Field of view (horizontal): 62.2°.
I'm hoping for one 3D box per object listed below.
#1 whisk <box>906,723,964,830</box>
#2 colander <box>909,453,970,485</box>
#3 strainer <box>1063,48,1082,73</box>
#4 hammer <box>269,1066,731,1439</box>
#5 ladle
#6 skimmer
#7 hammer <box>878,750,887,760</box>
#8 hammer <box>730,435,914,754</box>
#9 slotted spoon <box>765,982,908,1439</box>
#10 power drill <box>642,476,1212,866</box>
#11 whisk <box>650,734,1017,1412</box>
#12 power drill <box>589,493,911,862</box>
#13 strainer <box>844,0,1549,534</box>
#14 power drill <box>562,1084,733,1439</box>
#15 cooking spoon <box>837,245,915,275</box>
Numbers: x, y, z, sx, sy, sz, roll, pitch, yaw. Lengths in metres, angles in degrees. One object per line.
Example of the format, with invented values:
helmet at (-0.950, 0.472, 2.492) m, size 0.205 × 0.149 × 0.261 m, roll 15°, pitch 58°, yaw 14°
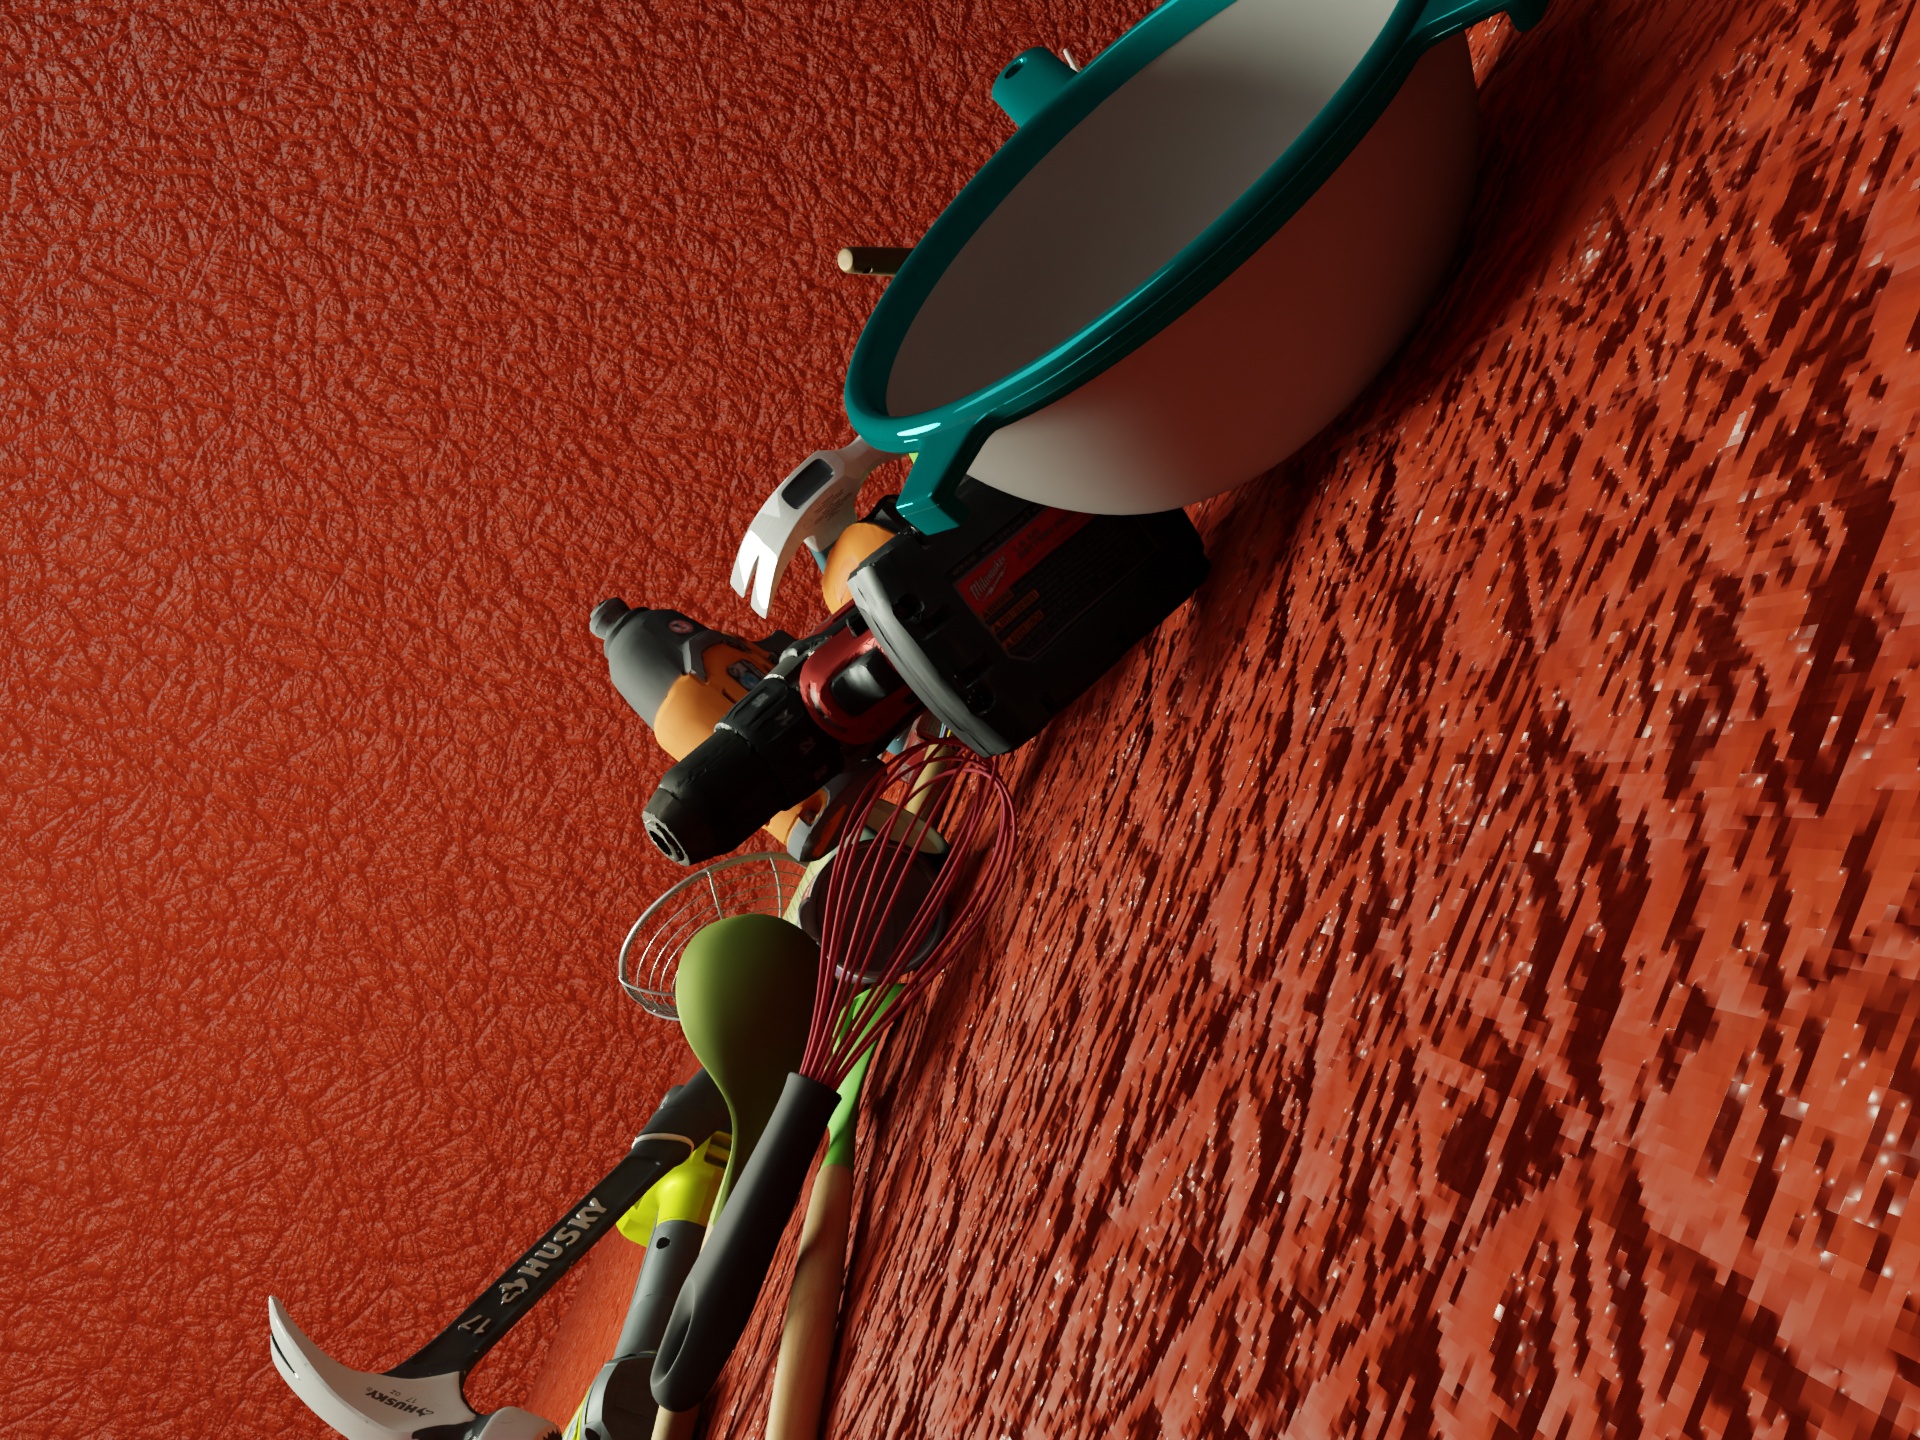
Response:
whisk at (-0.002, -0.004, 0.928) m, size 0.245 × 0.051 × 0.047 m, roll -70°, pitch 13°, yaw -14°
colander at (0.014, -0.176, 1.036) m, size 0.204 × 0.094 × 0.397 m, roll -49°, pitch -5°, yaw -18°
strainer at (0.099, -0.345, 1.086) m, size 0.258 × 0.050 × 0.087 m, roll 81°, pitch 174°, yaw -55°
hammer at (-0.167, 0.228, 0.811) m, size 0.409 × 0.149 × 0.036 m, roll -38°, pitch -42°, yaw -64°
ladle at (-0.117, 0.241, 0.705) m, size 0.062 × 0.078 × 0.320 m, roll 22°, pitch 101°, yaw 44°
skimmer at (-0.113, 0.094, 1.038) m, size 0.127 × 0.090 × 0.363 m, roll -51°, pitch 2°, yaw 16°
hammer at (0.007, -0.120, 1.286) m, size 0.359 × 0.036 × 0.149 m, roll -58°, pitch 3°, yaw 41°
hammer at (-0.058, -0.062, 1.006) m, size 0.128 × 0.033 × 0.330 m, roll -40°, pitch -24°, yaw -11°
slotted spoon at (-0.052, 0.198, 0.636) m, size 0.070 × 0.031 × 0.314 m, roll -59°, pitch 10°, yaw 21°
power drill at (-0.027, -0.020, 0.616) m, size 0.188 × 0.080 × 0.226 m, roll -41°, pitch 7°, yaw -24°
whisk at (-0.050, 0.129, 0.639) m, size 0.296 × 0.073 × 0.073 m, roll -65°, pitch 6°, yaw -21°
power drill at (-0.071, -0.037, 0.815) m, size 0.226 × 0.164 × 0.084 m, roll -38°, pitch -18°, yaw -49°
strainer at (0.065, -0.163, 0.525) m, size 0.211 × 0.095 × 0.341 m, roll -40°, pitch 26°, yaw 15°
power drill at (-0.171, 0.333, 0.881) m, size 0.223 × 0.080 × 0.171 m, roll -77°, pitch 13°, yaw -49°
cooking spoon at (0.037, -0.282, 0.991) m, size 0.319 × 0.017 × 0.068 m, roll -16°, pitch -16°, yaw -49°
